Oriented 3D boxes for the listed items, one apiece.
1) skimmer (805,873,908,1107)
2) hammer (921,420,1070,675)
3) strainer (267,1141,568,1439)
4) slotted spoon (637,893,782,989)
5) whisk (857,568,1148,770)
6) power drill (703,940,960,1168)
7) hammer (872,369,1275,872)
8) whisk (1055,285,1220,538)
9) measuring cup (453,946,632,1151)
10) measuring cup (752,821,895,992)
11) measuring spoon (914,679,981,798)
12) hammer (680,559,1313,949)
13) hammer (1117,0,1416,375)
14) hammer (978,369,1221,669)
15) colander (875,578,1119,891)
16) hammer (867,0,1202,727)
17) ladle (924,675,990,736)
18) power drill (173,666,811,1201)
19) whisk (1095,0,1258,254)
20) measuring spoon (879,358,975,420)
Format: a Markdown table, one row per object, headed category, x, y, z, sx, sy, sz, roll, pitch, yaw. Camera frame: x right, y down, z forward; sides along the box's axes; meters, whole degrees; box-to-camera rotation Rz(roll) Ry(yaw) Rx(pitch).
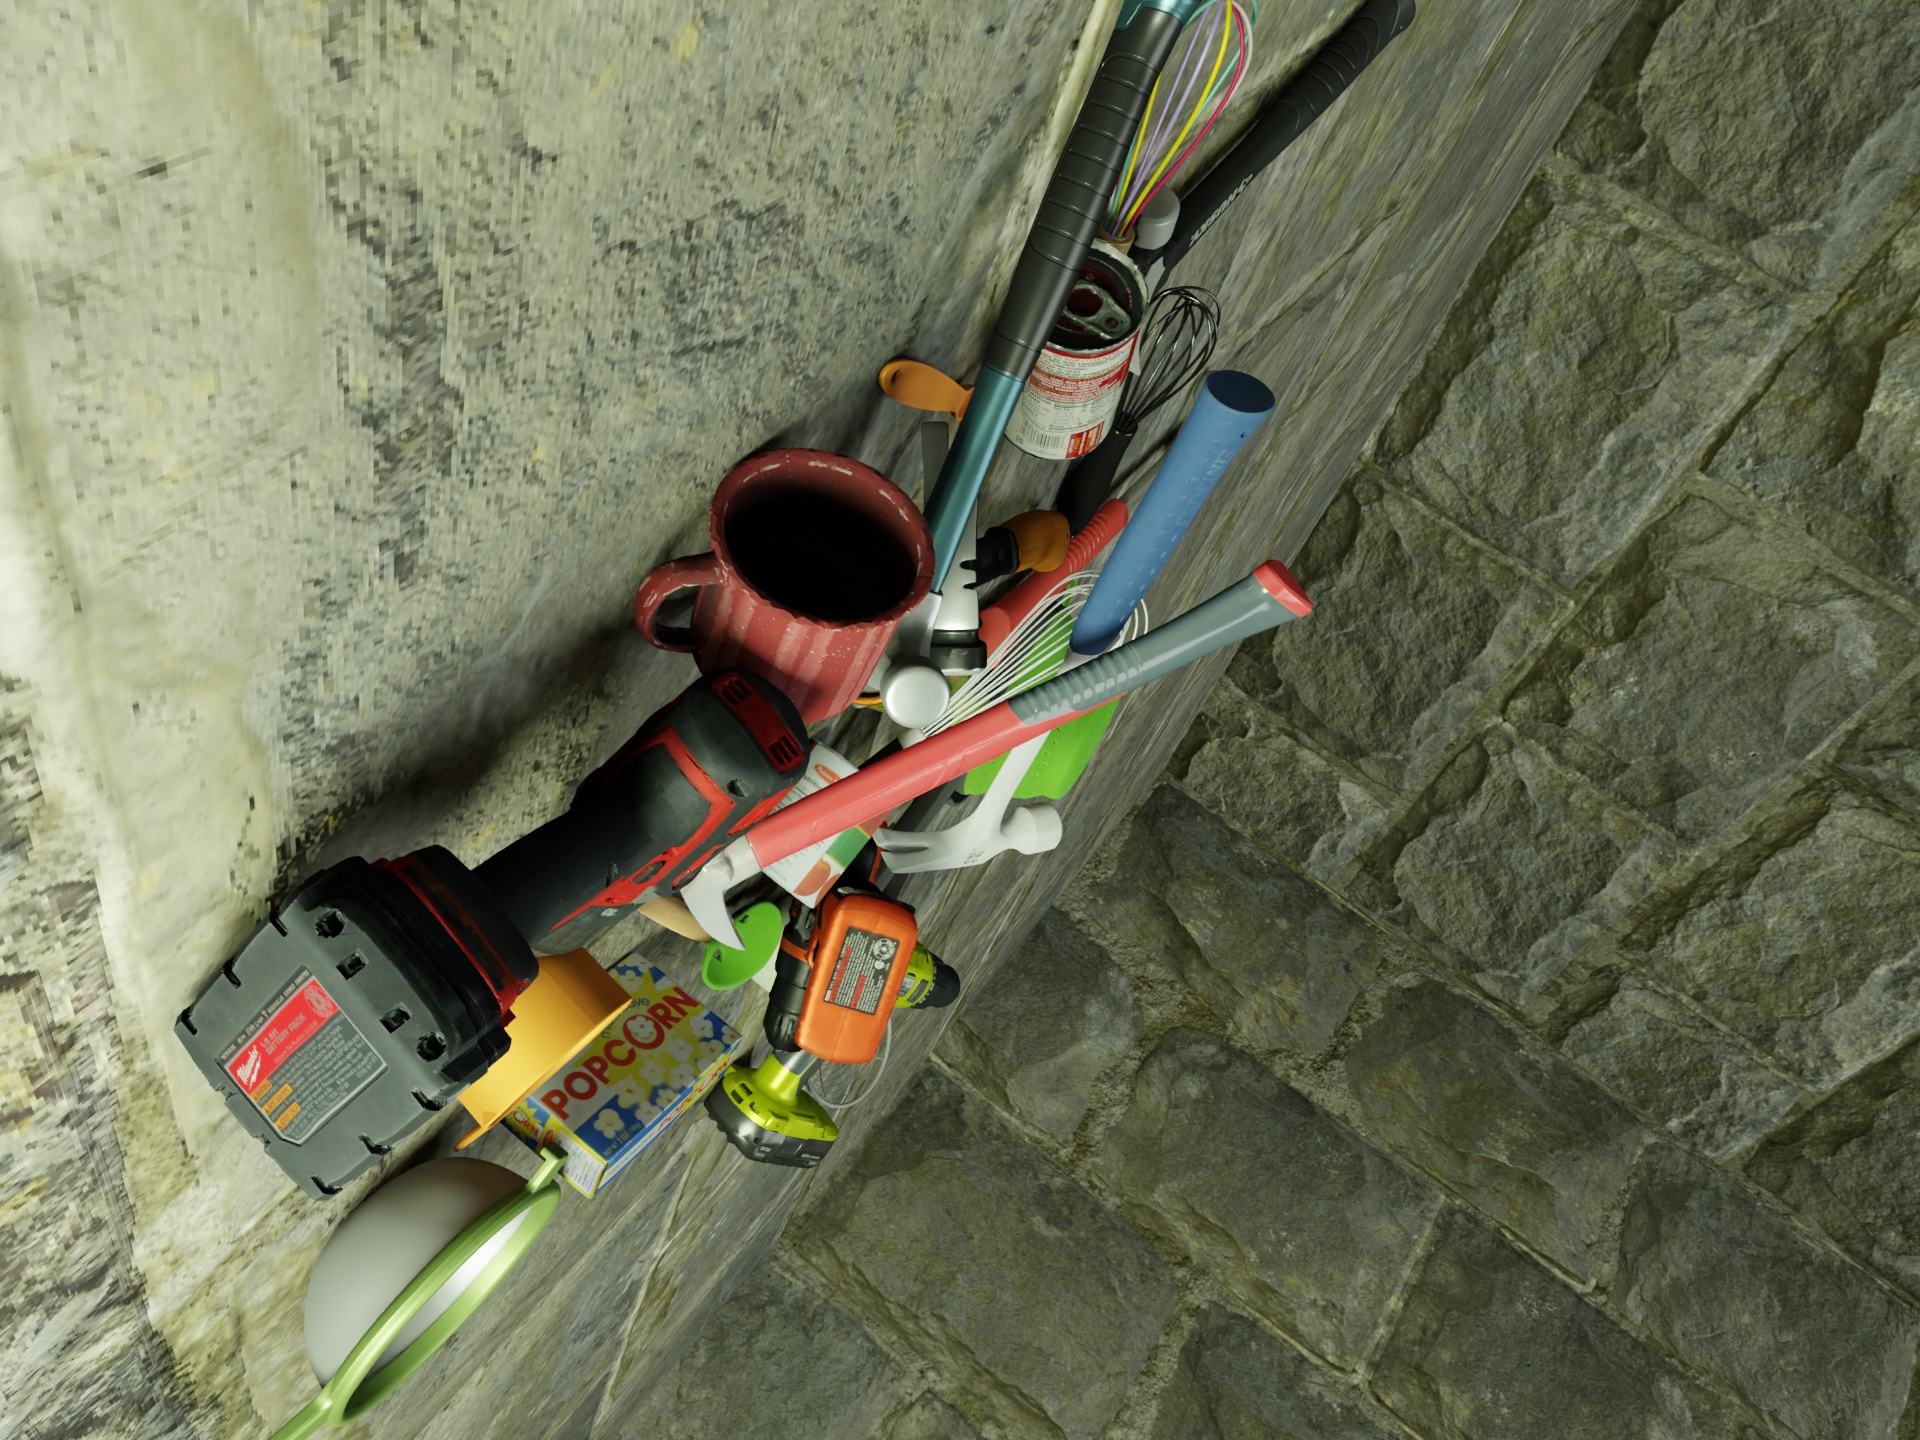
| category | x | y | z | sx | sy | sz | roll | pitch | yaw |
| --- | --- | --- | --- | --- | --- | --- | --- | --- | --- |
| skimmer | -0.075 | 0.238 | 1.515 | 0.127 | 0.090 | 0.363 | -34 | 158 | -43 |
| hammer | 0.028 | -0.111 | 0.949 | 0.337 | 0.034 | 0.127 | -39 | 130 | -75 |
| strainer | -0.308 | 0.297 | 0.767 | 0.256 | 0.069 | 0.151 | -39 | 166 | -44 |
| slotted spoon | -0.160 | 0.122 | 0.966 | 0.070 | 0.031 | 0.313 | -53 | 167 | -9 |
| whisk | -0.002 | -0.003 | 1.023 | 0.284 | 0.070 | 0.070 | -35 | 170 | 5 |
| power drill | -0.107 | 0.289 | 1.439 | 0.228 | 0.080 | 0.190 | -53 | 143 | 4 |
| hammer | 0.066 | -0.036 | 0.934 | 0.144 | 0.035 | 0.405 | -10 | 145 | -32 |
| whisk | 0.112 | -0.201 | 1.080 | 0.055 | 0.055 | 0.238 | -46 | 171 | -37 |
| measuring cup | -0.226 | 0.162 | 0.767 | 0.173 | 0.052 | 0.095 | -41 | 180 | 42 |
| measuring cup | -0.107 | 0.133 | 1.210 | 0.168 | 0.038 | 0.083 | -54 | 169 | -29 |
| measuring spoon | -0.009 | 0.016 | 1.291 | 0.128 | 0.021 | 0.042 | -57 | 169 | 23 |
| hammer | 0.022 | 0.013 | 0.893 | 0.386 | 0.038 | 0.143 | -25 | 152 | -9 |
| hammer | 0.182 | -0.344 | 0.960 | 0.335 | 0.035 | 0.146 | -49 | 168 | -24 |
| hammer | 0.106 | -0.144 | 1.256 | 0.359 | 0.037 | 0.149 | -46 | 167 | -39 |
| colander | 0.030 | 0.051 | 1.269 | 0.397 | 0.094 | 0.204 | -53 | 168 | -35 |
| hammer | 0.026 | -0.166 | 0.697 | 0.331 | 0.033 | 0.128 | -67 | -159 | 15 |
| ladle | -0.014 | -0.051 | 1.050 | 0.078 | 0.062 | 0.320 | -53 | 163 | -20 |
| power drill | -0.171 | 0.076 | 0.600 | 0.188 | 0.080 | 0.227 | -39 | -179 | 35 |
| whisk | 0.084 | -0.263 | 0.789 | 0.051 | 0.047 | 0.244 | -33 | 164 | -31 |
| measuring spoon | -0.016 | -0.159 | 0.758 | 0.021 | 0.011 | 0.117 | -59 | 165 | 14 |
